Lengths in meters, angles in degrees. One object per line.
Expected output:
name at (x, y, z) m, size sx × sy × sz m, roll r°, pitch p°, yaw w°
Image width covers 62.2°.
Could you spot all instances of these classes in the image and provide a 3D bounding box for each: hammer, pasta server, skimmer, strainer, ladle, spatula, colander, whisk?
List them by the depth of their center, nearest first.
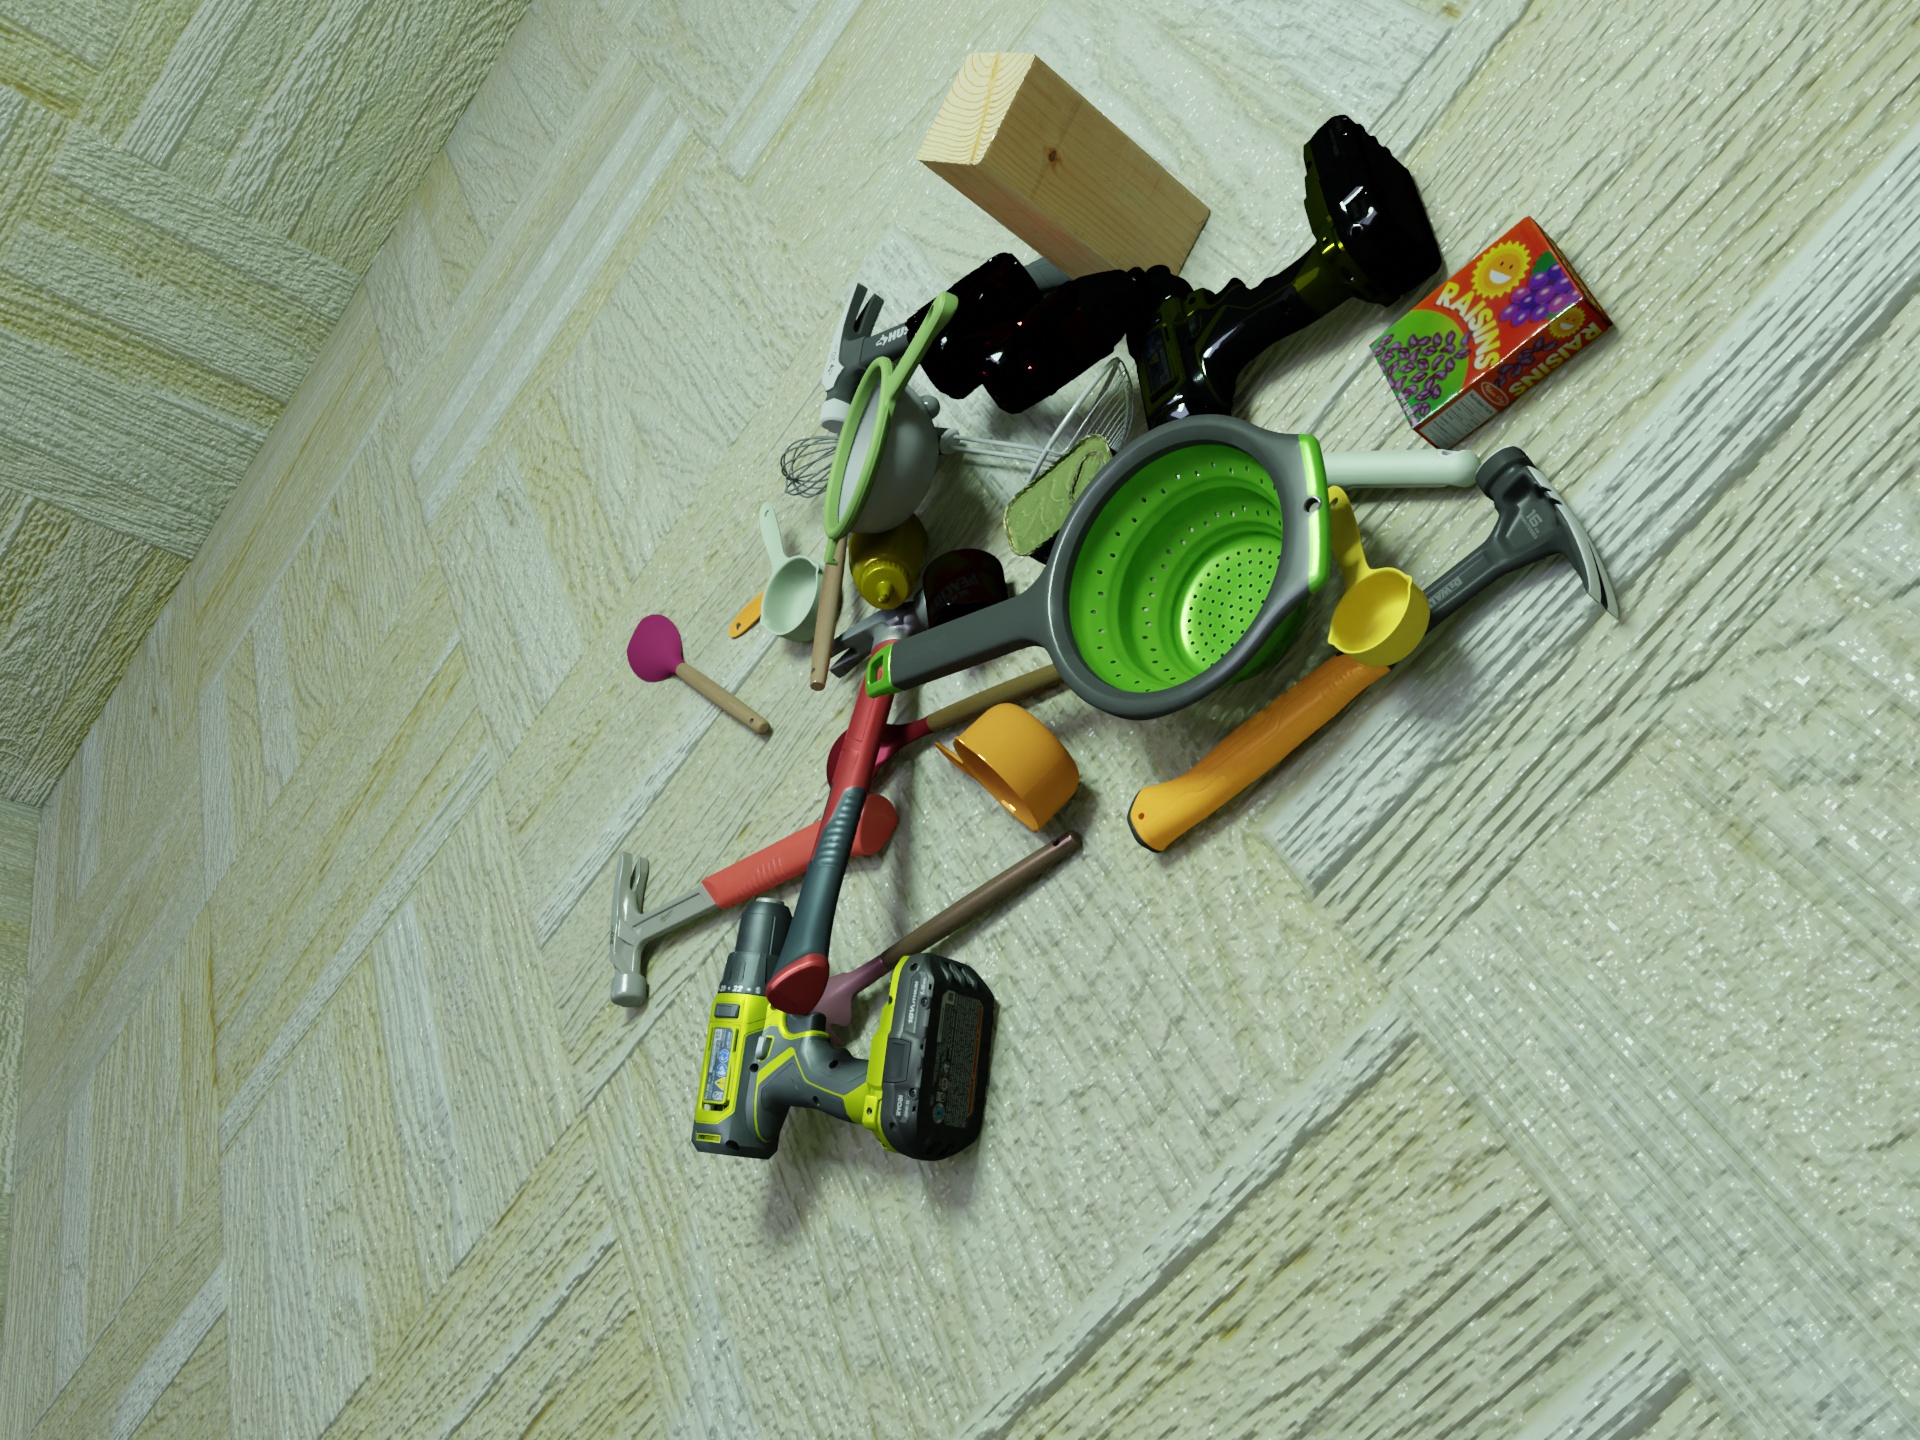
hammer at (0.234, -0.017, 0.976) m, size 0.337 × 0.034 × 0.127 m, roll -41°, pitch 43°, yaw 26°
whisk at (0.231, -0.164, 1.054) m, size 0.246 × 0.058 × 0.059 m, roll 8°, pitch 113°, yaw 47°
colander at (0.099, -0.068, 1.091) m, size 0.397 × 0.094 × 0.205 m, roll -18°, pitch 61°, yaw 40°
pasta server at (-0.030, 0.168, 1.182) m, size 0.316 × 0.040 × 0.060 m, roll -36°, pitch 47°, yaw 25°
hammer at (-0.095, 0.057, 1.214) m, size 0.143 × 0.038 × 0.387 m, roll -26°, pitch 35°, yaw 36°
strainer at (-0.036, -0.235, 1.238) m, size 0.256 × 0.069 × 0.152 m, roll 130°, pitch 150°, yaw -53°
ladle at (-0.002, -0.004, 1.241) m, size 0.315 × 0.031 × 0.069 m, roll -22°, pitch 54°, yaw 38°
skimmer at (0.010, -0.244, 1.300) m, size 0.363 × 0.090 × 0.127 m, roll 20°, pitch 71°, yaw 52°
hammer at (-0.189, 0.130, 1.370) m, size 0.359 × 0.036 × 0.149 m, roll -28°, pitch 52°, yaw 37°
whisk at (-0.090, -0.244, 1.400) m, size 0.239 × 0.055 × 0.055 m, roll -13°, pitch 61°, yaw 52°
spatula at (-0.107, -0.148, 1.401) m, size 0.060 × 0.018 × 0.316 m, roll -31°, pitch 38°, yaw 34°
hammer at (-0.004, -0.368, 1.427) m, size 0.335 × 0.035 × 0.146 m, roll -11°, pitch 63°, yaw 45°

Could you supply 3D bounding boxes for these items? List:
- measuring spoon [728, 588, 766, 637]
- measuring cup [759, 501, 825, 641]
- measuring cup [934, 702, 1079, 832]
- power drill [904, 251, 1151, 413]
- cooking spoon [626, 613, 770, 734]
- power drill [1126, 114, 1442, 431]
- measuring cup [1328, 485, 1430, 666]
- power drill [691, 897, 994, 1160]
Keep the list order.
measuring spoon at (-0.184, -0.113, 1.516) m, size 0.117 × 0.011 × 0.021 m, roll -38°, pitch 58°, yaw 34°
measuring cup at (-0.154, -0.140, 1.468) m, size 0.083 × 0.038 × 0.168 m, roll -42°, pitch 46°, yaw 25°
measuring cup at (0.028, 0.022, 1.160) m, size 0.052 × 0.095 × 0.174 m, roll -43°, pitch 21°, yaw -8°
power drill at (0.051, -0.303, 1.226) m, size 0.143 × 0.078 × 0.220 m, roll -37°, pitch 24°, yaw -7°
cooking spoon at (-0.262, -0.043, 1.557) m, size 0.319 × 0.017 × 0.069 m, roll 30°, pitch 94°, yaw 51°
power drill at (0.213, -0.309, 1.123) m, size 0.223 × 0.080 × 0.171 m, roll -34°, pitch 48°, yaw 36°
measuring cup at (0.246, -0.091, 0.965) m, size 0.062 × 0.029 × 0.157 m, roll -41°, pitch 31°, yaw 30°
power drill at (-0.092, 0.222, 1.145) m, size 0.228 × 0.080 × 0.191 m, roll -5°, pitch 69°, yaw 36°
